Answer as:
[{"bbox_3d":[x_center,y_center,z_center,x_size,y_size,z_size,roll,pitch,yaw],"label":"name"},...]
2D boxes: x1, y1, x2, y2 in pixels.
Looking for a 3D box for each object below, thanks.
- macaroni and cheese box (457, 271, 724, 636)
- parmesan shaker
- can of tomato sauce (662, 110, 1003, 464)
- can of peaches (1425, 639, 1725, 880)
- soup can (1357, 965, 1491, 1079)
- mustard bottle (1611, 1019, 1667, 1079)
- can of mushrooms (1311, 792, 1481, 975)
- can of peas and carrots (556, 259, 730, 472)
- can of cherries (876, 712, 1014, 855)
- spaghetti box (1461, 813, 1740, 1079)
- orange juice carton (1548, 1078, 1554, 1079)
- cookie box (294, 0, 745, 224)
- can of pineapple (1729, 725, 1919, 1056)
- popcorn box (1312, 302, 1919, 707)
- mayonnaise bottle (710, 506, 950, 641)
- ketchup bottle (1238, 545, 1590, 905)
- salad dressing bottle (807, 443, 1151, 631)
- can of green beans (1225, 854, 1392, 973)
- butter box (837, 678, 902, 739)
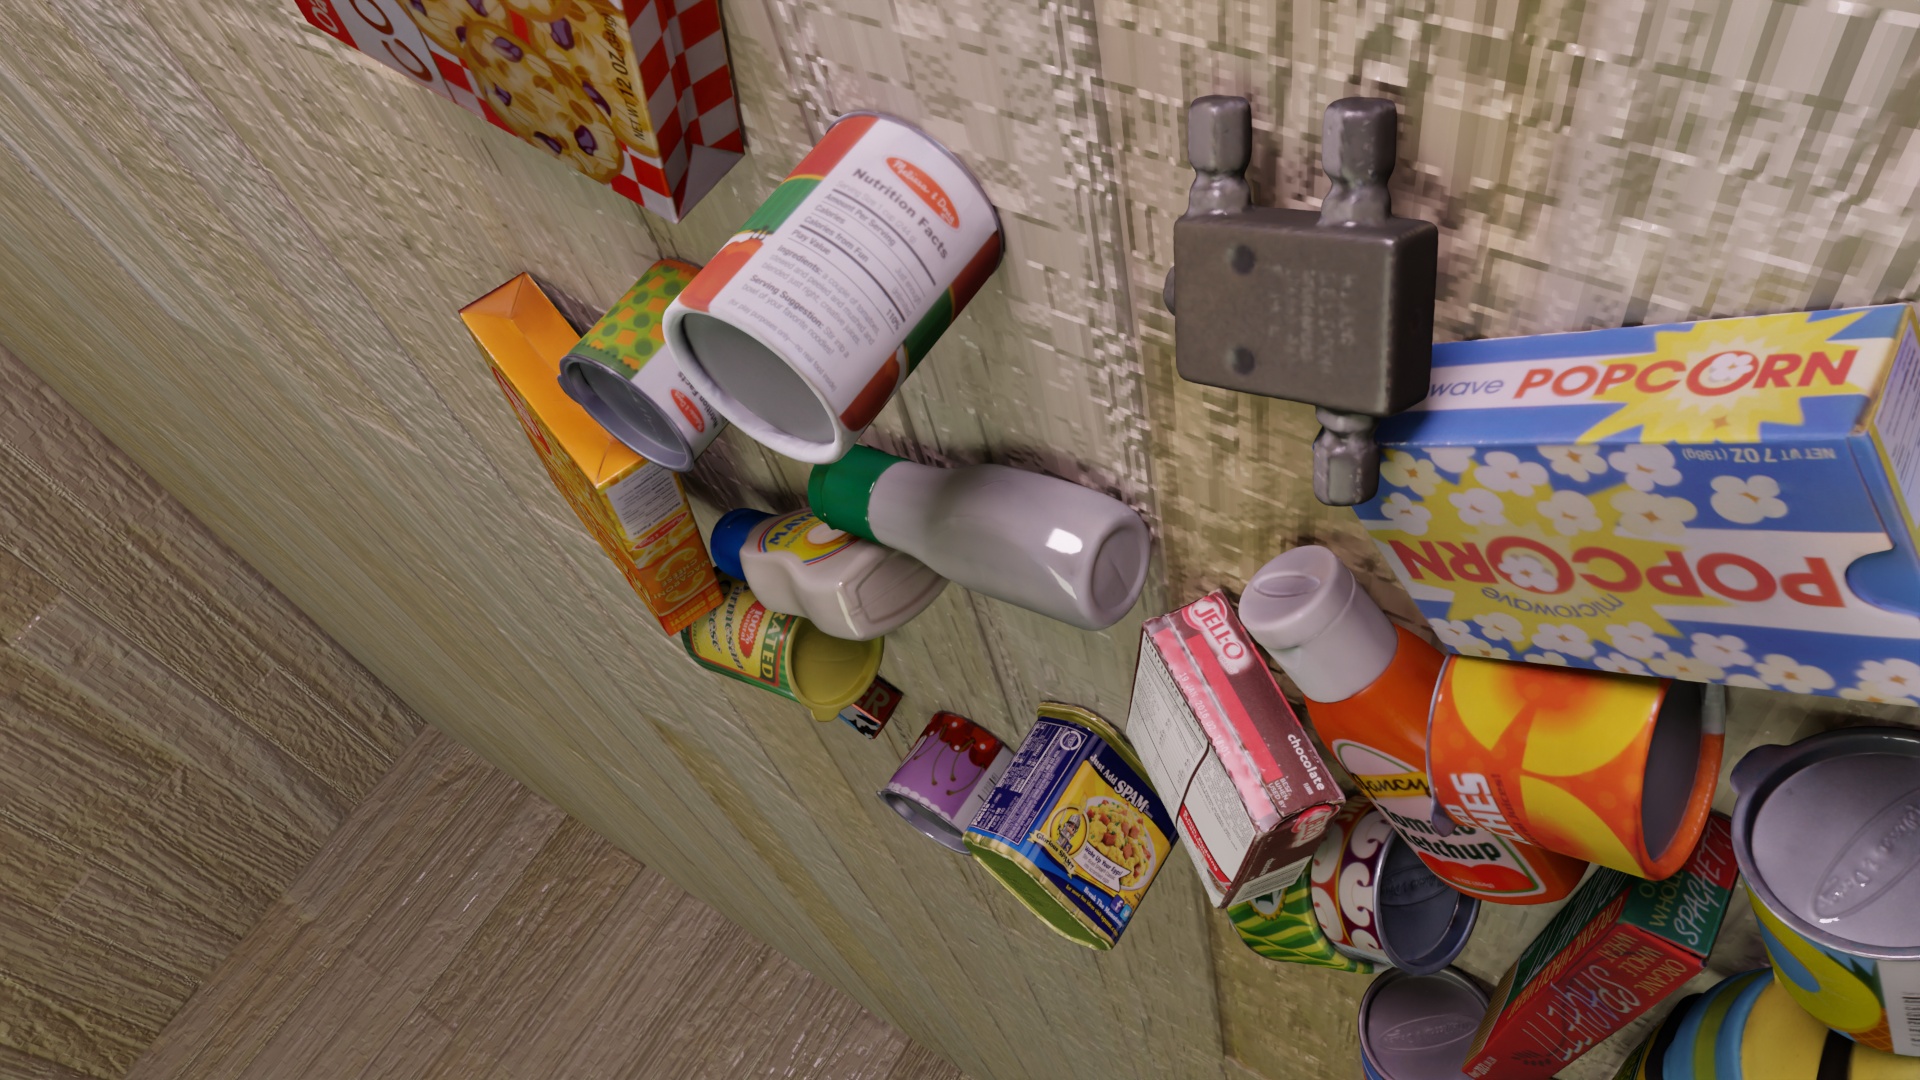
[{"bbox_3d":[-0.179,-0.037,0.697,0.124,0.040,0.165,48,163,21],"label":"macaroni and cheese box"},{"bbox_3d":[-0.101,0.054,0.766,0.103,0.071,0.071,11,147,45],"label":"parmesan shaker"},{"bbox_3d":[-0.038,-0.073,0.412,0.071,0.083,0.071,29,156,15],"label":"can of tomato sauce"},{"bbox_3d":[0.172,0.057,0.388,0.058,0.071,0.071,10,146,44],"label":"can of peaches"},{"bbox_3d":[0.235,0.255,0.699,0.071,0.071,0.083,22,155,29],"label":"soup can"},{"bbox_3d":[0.302,0.249,0.594,0.049,0.065,0.159,21,157,23],"label":"mustard bottle"},{"bbox_3d":[0.171,0.130,0.544,0.071,0.071,0.033,47,156,-24],"label":"can of mushrooms"},{"bbox_3d":[-0.119,-0.071,0.563,0.071,0.059,0.070,30,157,15],"label":"can of peas and carrots"},{"bbox_3d":[-0.006,0.143,0.826,0.071,0.058,0.071,30,158,14],"label":"can of cherries"},{"bbox_3d":[0.239,0.167,0.535,0.029,0.050,0.248,25,155,21],"label":"spaghetti box"},{"bbox_3d":[0.281,0.374,0.696,0.071,0.193,0.073,47,154,-23],"label":"orange juice carton"},{"bbox_3d":[-0.150,-0.181,0.416,0.167,0.040,0.122,30,157,14],"label":"cookie box"},{"bbox_3d":[0.242,0.090,0.363,0.071,0.071,0.057,11,147,45],"label":"can of pineapple"},{"bbox_3d":[0.158,-0.007,0.325,0.126,0.038,0.085,3,140,53],"label":"popcorn box"},{"bbox_3d":[-0.069,0.009,0.651,0.148,0.065,0.041,11,129,53],"label":"mayonnaise bottle"},{"bbox_3d":[0.150,0.063,0.466,0.148,0.044,0.064,46,155,-22],"label":"ketchup bottle"},{"bbox_3d":[0.002,-0.007,0.541,0.148,0.044,0.064,18,153,39],"label":"salad dressing bottle"},{"bbox_3d":[0.156,0.150,0.598,0.071,0.071,0.057,41,156,-12],"label":"can of green beans"},{"bbox_3d":[-0.087,0.082,0.864,0.103,0.024,0.053,35,158,2],"label":"butter box"}]
